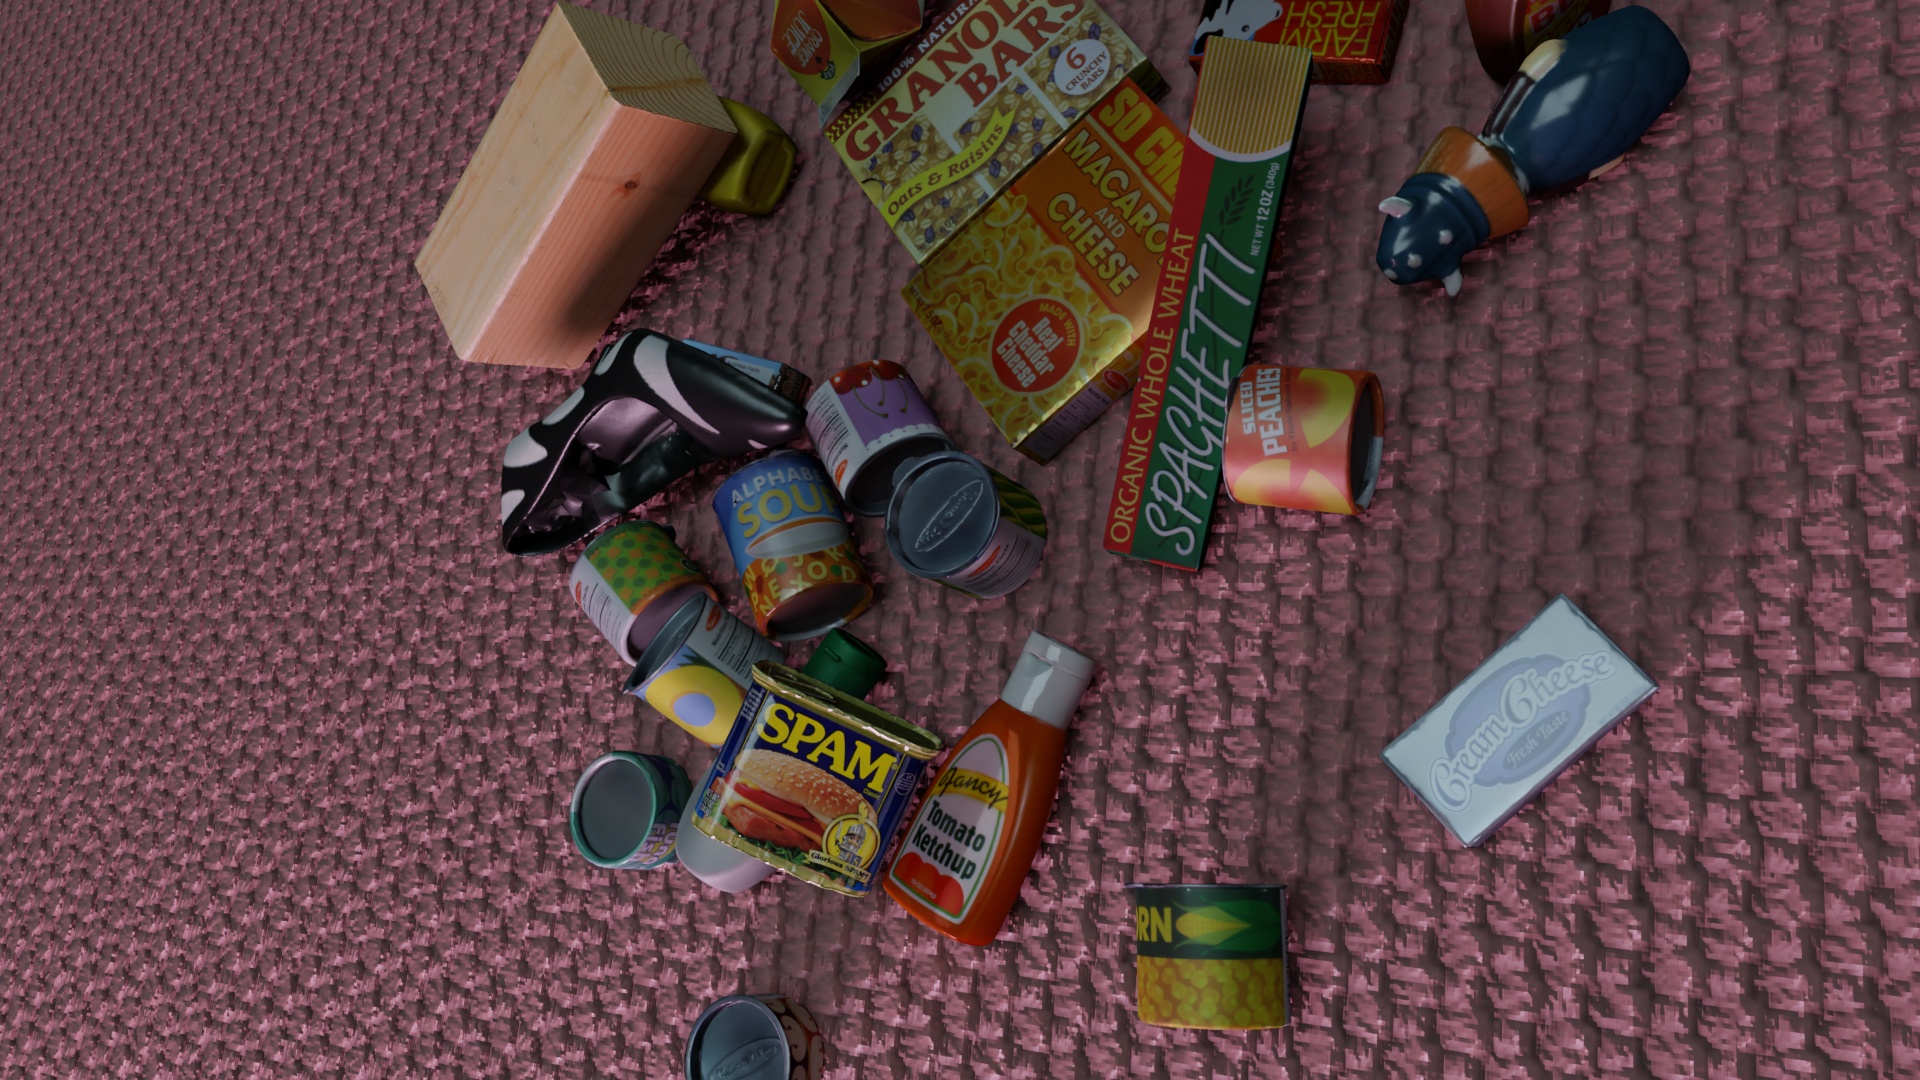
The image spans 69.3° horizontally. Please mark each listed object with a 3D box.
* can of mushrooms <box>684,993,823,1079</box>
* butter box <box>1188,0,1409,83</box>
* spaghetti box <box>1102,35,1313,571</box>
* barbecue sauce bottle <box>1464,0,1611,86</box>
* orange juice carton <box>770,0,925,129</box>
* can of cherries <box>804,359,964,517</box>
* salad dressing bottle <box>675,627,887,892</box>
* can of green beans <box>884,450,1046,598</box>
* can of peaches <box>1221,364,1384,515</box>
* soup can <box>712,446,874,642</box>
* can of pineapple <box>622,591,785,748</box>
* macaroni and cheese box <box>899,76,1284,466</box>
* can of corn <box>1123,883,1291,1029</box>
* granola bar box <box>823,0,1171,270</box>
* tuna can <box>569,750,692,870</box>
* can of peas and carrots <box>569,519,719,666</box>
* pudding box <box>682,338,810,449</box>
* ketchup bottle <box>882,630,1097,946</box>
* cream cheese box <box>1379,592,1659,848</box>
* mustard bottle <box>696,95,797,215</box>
[{"bbox_3d":[-0.105,0.270,0.714,0.071,0.033,0.071,-8,73,26],"label":"can of mushrooms"},{"bbox_3d":[0.173,-0.264,0.713,0.103,0.024,0.053,13,83,31],"label":"butter box"},{"bbox_3d":[0.117,-0.109,0.660,0.050,0.029,0.249,13,97,14],"label":"spaghetti box"},{"bbox_3d":[0.244,-0.257,0.599,0.065,0.148,0.044,-50,59,8],"label":"barbecue sauce bottle"},{"bbox_3d":[-0.063,-0.345,0.820,0.071,0.073,0.193,159,119,-63],"label":"orange juice carton"},{"bbox_3d":[-0.042,-0.056,0.752,0.071,0.071,0.058,-39,61,14],"label":"can of cherries"},{"bbox_3d":[-0.094,0.117,0.745,0.064,0.044,0.147,36,94,32],"label":"salad dressing bottle"},{"bbox_3d":[0.004,-0.007,0.716,0.071,0.058,0.071,-8,73,27],"label":"can of green beans"},{"bbox_3d":[0.157,-0.048,0.635,0.058,0.071,0.071,8,81,29],"label":"can of peaches"},{"bbox_3d":[-0.091,0.003,0.757,0.071,0.071,0.084,-33,64,17],"label":"soup can"},{"bbox_3d":[-0.139,0.072,0.757,0.071,0.058,0.071,-44,19,19],"label":"can of pineapple"},{"bbox_3d":[0.065,-0.141,0.729,0.166,0.040,0.124,-41,63,14],"label":"macaroni and cheese box"},{"bbox_3d":[0.107,0.179,0.603,0.071,0.071,0.058,-7,74,27],"label":"can of corn"},{"bbox_3d":[0.016,-0.243,0.784,0.165,0.039,0.124,-40,61,13],"label":"granola bar box"},{"bbox_3d":[-0.186,0.155,0.790,0.071,0.033,0.071,-8,73,27],"label":"tuna can"},{"bbox_3d":[-0.180,0.030,0.803,0.059,0.071,0.071,43,99,30],"label":"can of peas and carrots"},{"bbox_3d":[-0.136,-0.088,0.830,0.084,0.030,0.049,17,86,31],"label":"pudding box"},{"bbox_3d":[0.020,0.118,0.682,0.065,0.043,0.149,25,89,38],"label":"ketchup bottle"},{"bbox_3d":[0.235,0.077,0.586,0.103,0.024,0.053,-45,60,11],"label":"cream cheese box"},{"bbox_3d":[-0.174,-0.259,0.886,0.160,0.049,0.065,32,101,32],"label":"mustard bottle"}]
